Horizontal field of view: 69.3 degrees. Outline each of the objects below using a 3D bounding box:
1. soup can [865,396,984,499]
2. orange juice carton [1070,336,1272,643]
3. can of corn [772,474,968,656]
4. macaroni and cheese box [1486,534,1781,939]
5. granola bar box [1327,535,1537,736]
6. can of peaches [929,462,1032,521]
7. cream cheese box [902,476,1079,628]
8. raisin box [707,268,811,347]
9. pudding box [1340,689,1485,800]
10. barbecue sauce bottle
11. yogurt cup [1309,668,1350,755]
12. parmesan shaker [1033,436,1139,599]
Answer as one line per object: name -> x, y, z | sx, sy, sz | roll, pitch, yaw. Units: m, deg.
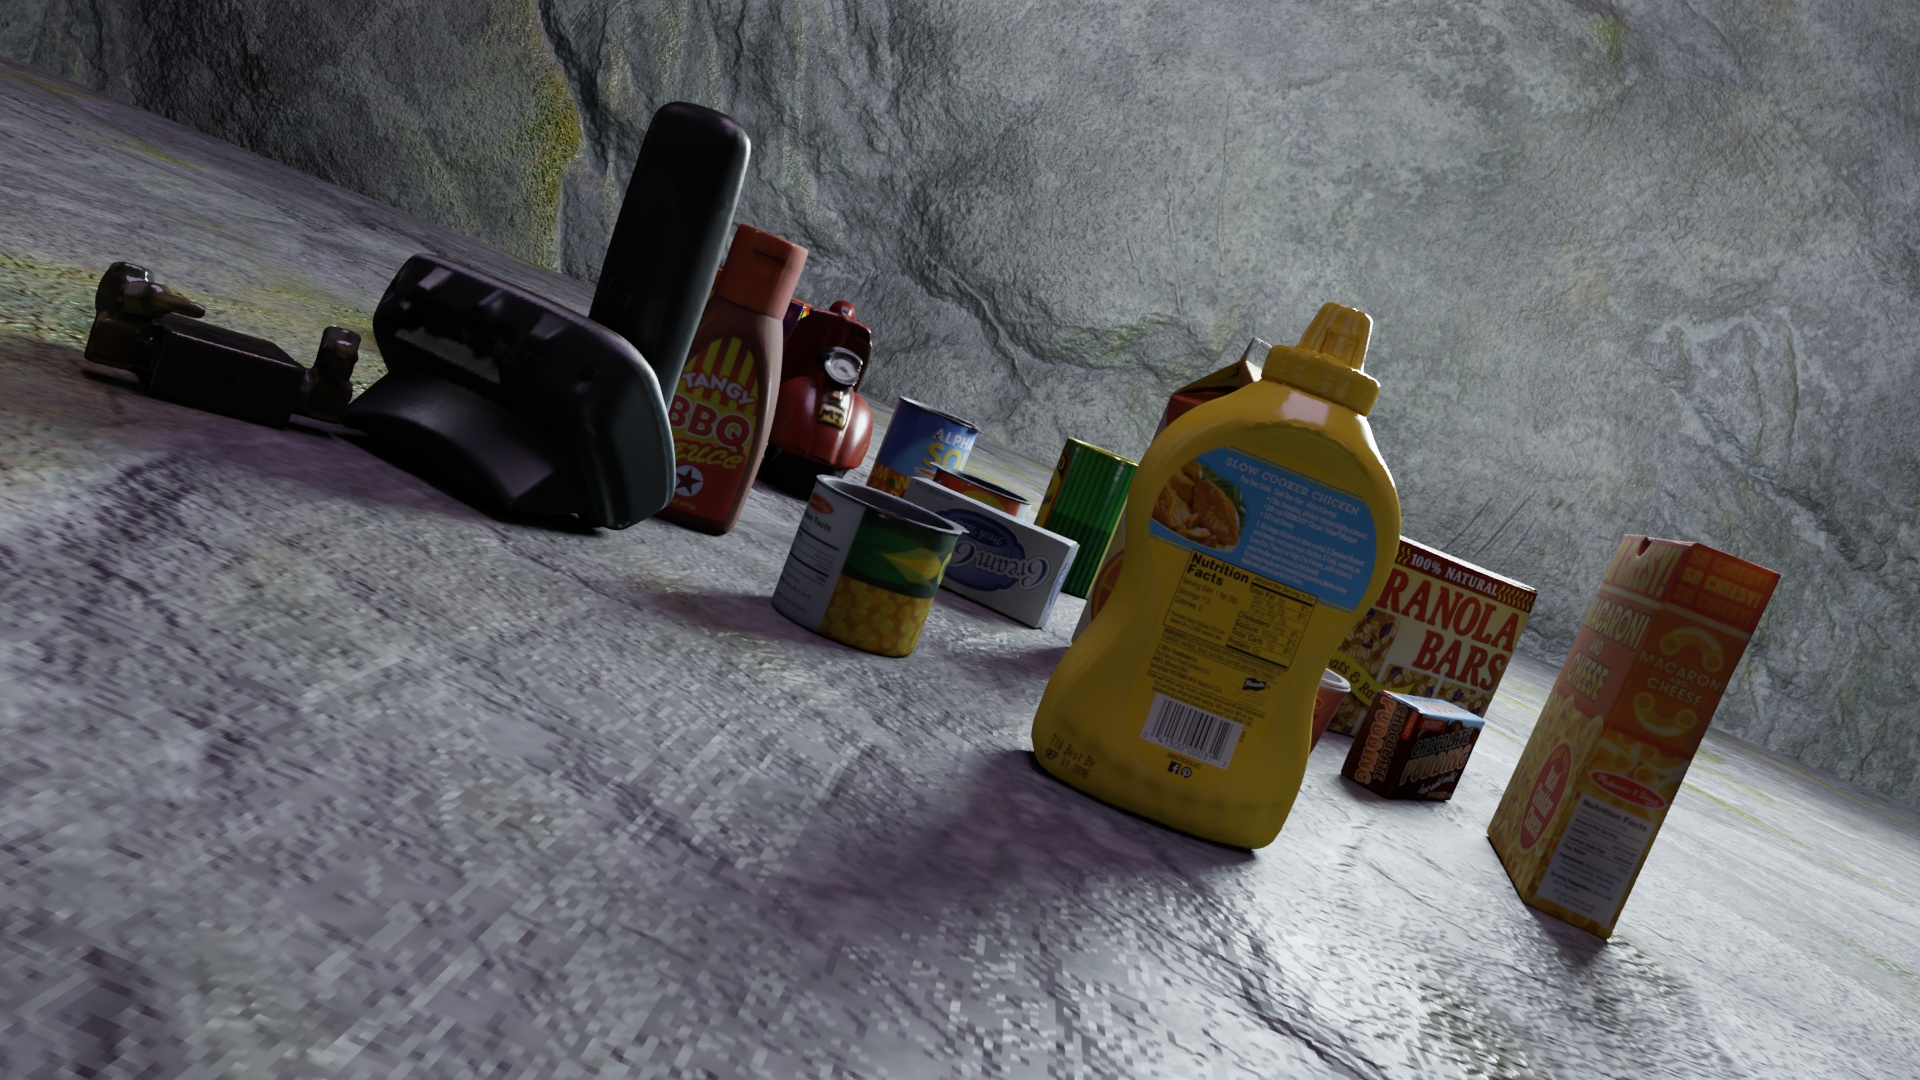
soup can -> -0.029, -0.059, 1.059 | 0.071, 0.083, 0.071 | 21, 6, -2
orange juice carton -> 0.141, -0.012, 0.761 | 0.072, 0.192, 0.073 | 15, 9, -45
can of corn -> -0.038, 0.011, 0.595 | 0.071, 0.058, 0.071 | 21, 7, -2
macaroni and cheese box -> 0.296, 0.080, 0.627 | 0.040, 0.166, 0.124 | 23, 7, 12
granola bar box -> 0.271, 0.063, 0.859 | 0.165, 0.124, 0.039 | 17, 7, -32
can of peaches -> 0.003, -0.011, 0.897 | 0.071, 0.058, 0.071 | 21, 7, -2
cream cheese box -> 0.010, 0.007, 0.800 | 0.104, 0.053, 0.024 | 23, 7, 16
raisin box -> -0.178, -0.142, 1.082 | 0.086, 0.123, 0.040 | 22, 6, 1
pudding box -> 0.238, 0.107, 0.727 | 0.030, 0.049, 0.084 | 27, 9, 41
barbecue sauce bottle -> -0.118, -0.081, 0.689 | 0.065, 0.148, 0.044 | 20, 6, -13
yogurt cup -> 0.139, 0.077, 0.644 | 0.072, 0.054, 0.072 | 21, 7, -2
parmesan shaker -> 0.088, -0.016, 1.000 | 0.071, 0.103, 0.071 | 21, 6, -2
